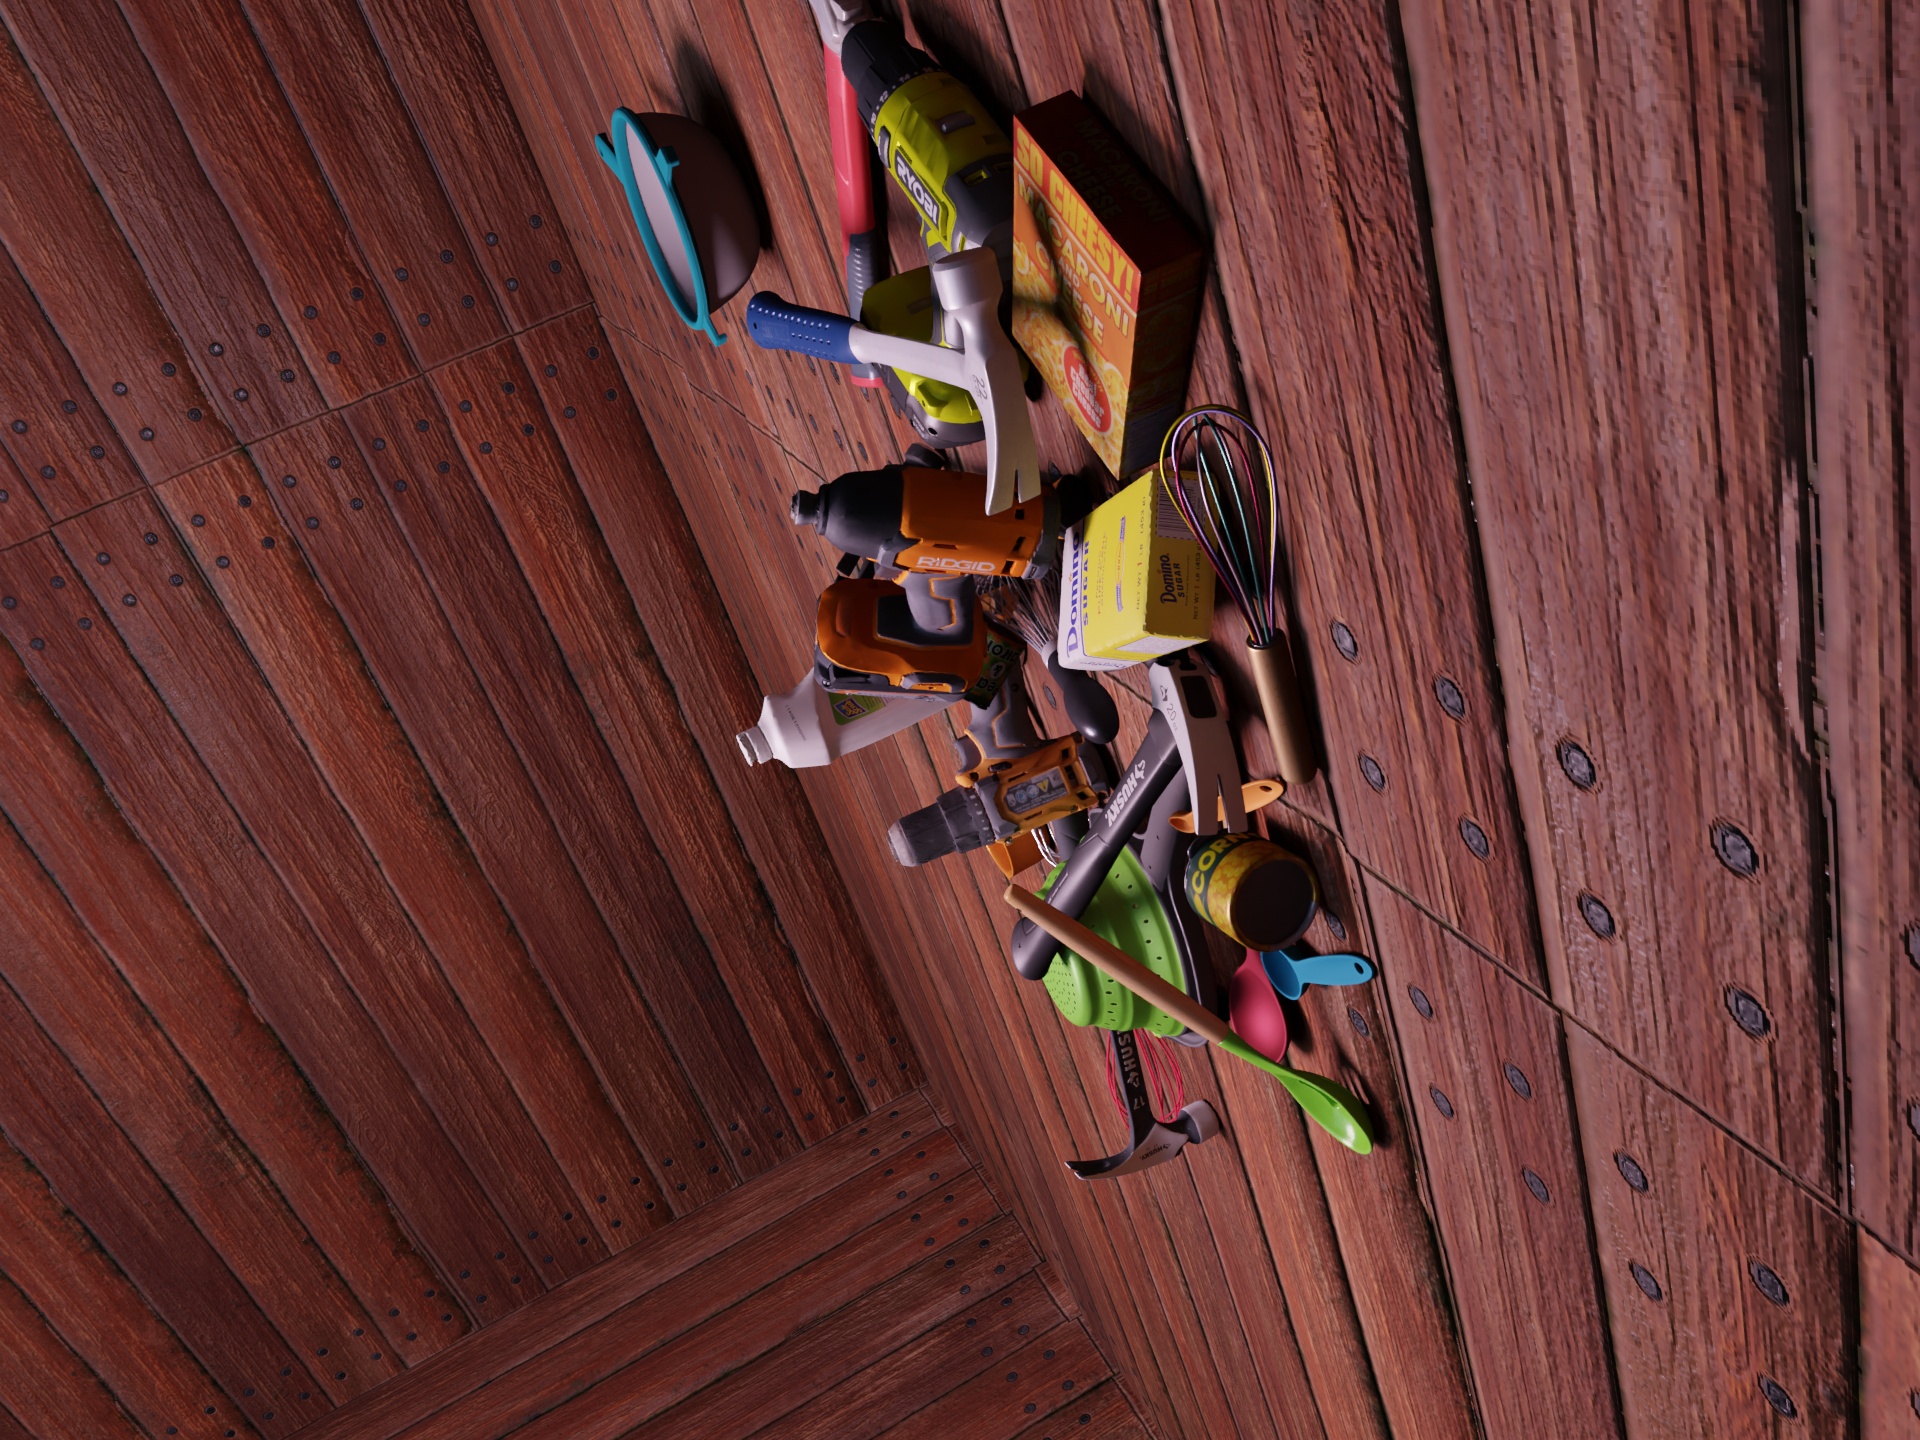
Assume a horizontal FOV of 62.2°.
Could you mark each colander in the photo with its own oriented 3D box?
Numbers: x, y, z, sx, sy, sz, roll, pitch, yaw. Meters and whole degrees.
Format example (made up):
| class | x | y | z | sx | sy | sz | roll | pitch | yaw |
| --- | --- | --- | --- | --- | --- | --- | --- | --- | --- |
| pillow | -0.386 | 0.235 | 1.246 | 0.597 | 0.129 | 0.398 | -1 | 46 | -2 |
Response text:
| class | x | y | z | sx | sy | sz | roll | pitch | yaw |
| --- | --- | --- | --- | --- | --- | --- | --- | --- | --- |
| colander | 0.115 | 0.127 | 1.187 | 0.396 | 0.094 | 0.205 | 93 | 154 | -54 |

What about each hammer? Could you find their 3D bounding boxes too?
| class | x | y | z | sx | sy | sz | roll | pitch | yaw |
| --- | --- | --- | --- | --- | --- | --- | --- | --- | --- |
| hammer | 0.126 | 0.227 | 1.409 | 0.036 | 0.149 | 0.408 | 27 | 136 | 62 |
| hammer | -0.083 | -0.388 | 1.169 | 0.143 | 0.038 | 0.386 | 60 | 167 | 23 |
| hammer | 0.099 | 0.088 | 1.081 | 0.334 | 0.035 | 0.146 | 115 | 145 | -49 |
| hammer | 0.003 | -0.150 | 1.177 | 0.034 | 0.127 | 0.337 | 33 | 174 | -24 |
| hammer | -0.059 | -0.234 | 1.015 | 0.406 | 0.035 | 0.144 | 35 | 145 | 60 |

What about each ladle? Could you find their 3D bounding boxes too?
| class | x | y | z | sx | sy | sz | roll | pitch | yaw |
| --- | --- | --- | --- | --- | --- | --- | --- | --- | --- |
| ladle | 0.196 | 0.124 | 1.094 | 0.069 | 0.031 | 0.315 | 43 | 155 | 49 |

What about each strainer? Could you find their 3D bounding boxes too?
| class | x | y | z | sx | sy | sz | roll | pitch | yaw |
| --- | --- | --- | --- | --- | --- | --- | --- | --- | --- |
| strainer | -0.275 | -0.524 | 1.558 | 0.341 | 0.095 | 0.210 | 54 | 162 | 46 |

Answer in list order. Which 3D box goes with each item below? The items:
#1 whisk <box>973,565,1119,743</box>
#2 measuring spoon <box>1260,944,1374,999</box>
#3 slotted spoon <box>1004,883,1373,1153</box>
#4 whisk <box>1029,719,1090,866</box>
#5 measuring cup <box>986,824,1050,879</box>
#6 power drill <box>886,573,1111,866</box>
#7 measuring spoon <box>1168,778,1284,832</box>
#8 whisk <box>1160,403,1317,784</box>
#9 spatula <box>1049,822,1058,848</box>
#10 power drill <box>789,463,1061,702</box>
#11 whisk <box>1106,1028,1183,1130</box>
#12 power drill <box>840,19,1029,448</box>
| class | x | y | z | sx | sy | sz | roll | pitch | yaw |
| --- | --- | --- | --- | --- | --- | --- | --- | --- | --- |
| whisk | 0.061 | -0.058 | 1.101 | 0.285 | 0.070 | 0.070 | -115 | 5 | -58 |
| measuring spoon | 0.237 | 0.158 | 1.033 | 0.042 | 0.021 | 0.128 | 64 | 159 | 0 |
| slotted spoon | 0.160 | 0.202 | 1.092 | 0.313 | 0.031 | 0.070 | 34 | 164 | -7 |
| whisk | 0.057 | 0.022 | 1.419 | 0.058 | 0.059 | 0.246 | -28 | 83 | 39 |
| measuring cup | 0.041 | 0.102 | 1.638 | 0.095 | 0.052 | 0.174 | 66 | 169 | -13 |
| power drill | -0.002 | -0.004 | 1.288 | 0.084 | 0.185 | 0.226 | -170 | 57 | -86 |
| measuring spoon | 0.171 | 0.052 | 1.019 | 0.021 | 0.011 | 0.117 | 32 | 152 | -14 |
| whisk | 0.154 | -0.061 | 0.849 | 0.051 | 0.047 | 0.244 | 44 | 161 | 54 |
| spatula | 0.091 | 0.099 | 1.498 | 0.315 | 0.018 | 0.060 | 67 | 161 | -12 |
| power drill | -0.040 | -0.092 | 1.050 | 0.226 | 0.164 | 0.084 | 119 | 154 | -64 |
| whisk | 0.153 | 0.270 | 1.504 | 0.073 | 0.073 | 0.295 | -152 | 43 | -70 |
| power drill | -0.016 | -0.299 | 0.990 | 0.191 | 0.080 | 0.228 | 58 | 164 | 24 |
